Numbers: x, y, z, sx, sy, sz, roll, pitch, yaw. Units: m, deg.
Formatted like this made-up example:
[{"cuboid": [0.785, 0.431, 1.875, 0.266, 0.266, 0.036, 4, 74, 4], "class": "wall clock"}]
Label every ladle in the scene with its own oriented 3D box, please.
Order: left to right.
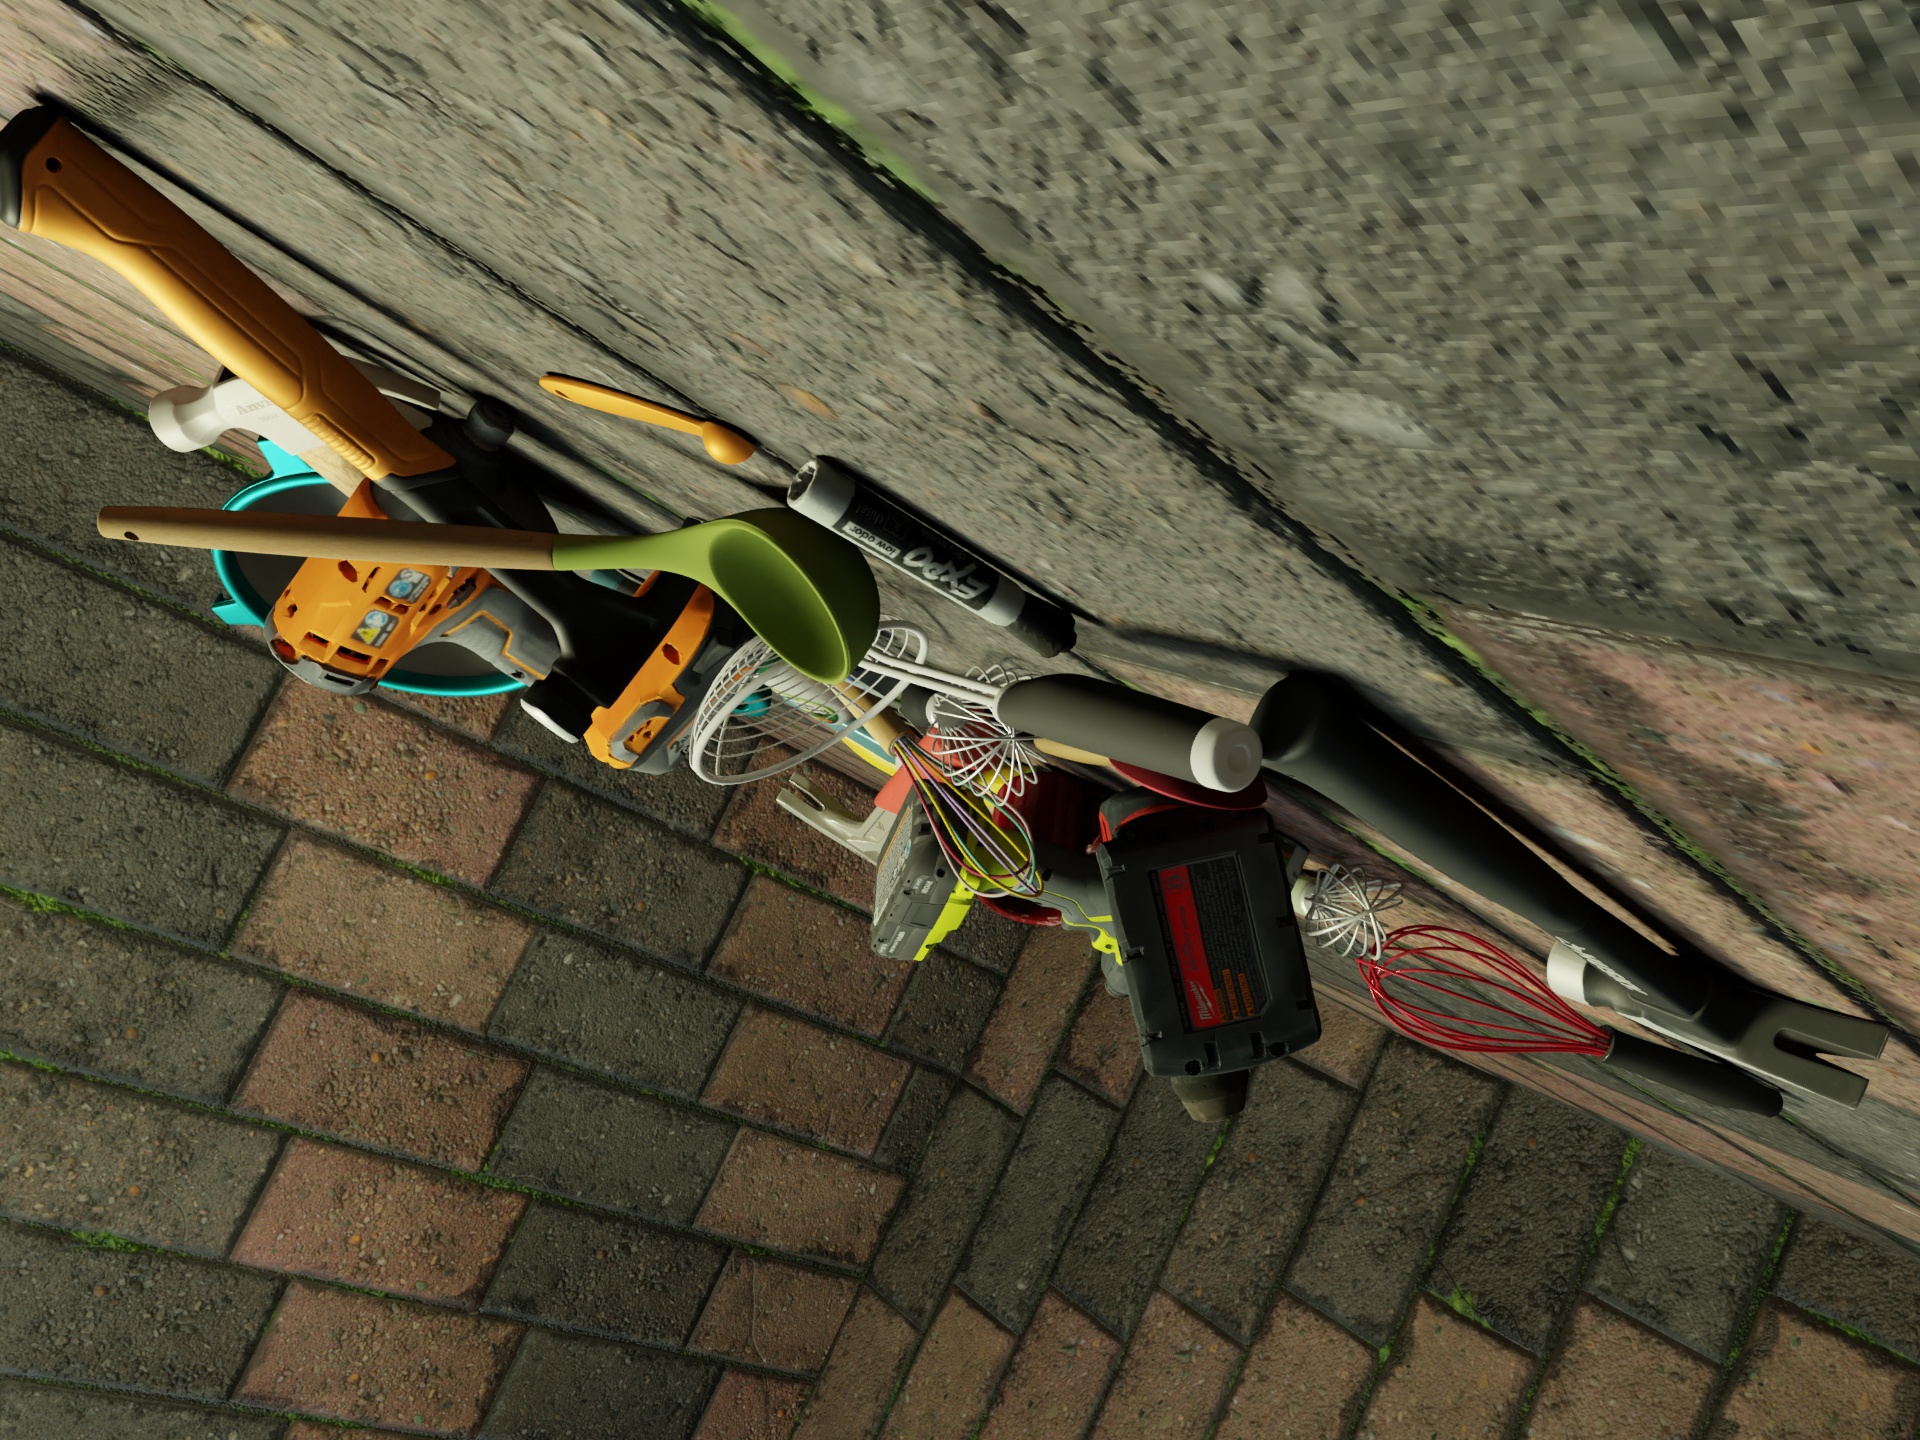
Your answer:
[{"cuboid": [-0.191, -0.060, 0.637, 0.320, 0.062, 0.078, 4, 146, 2], "class": "ladle"}, {"cuboid": [0.078, 0.016, 0.805, 0.069, 0.031, 0.315, 10, 180, -10], "class": "ladle"}]

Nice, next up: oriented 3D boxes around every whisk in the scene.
[{"cuboid": [-0.027, 0.027, 0.986, 0.245, 0.047, 0.051, 47, 146, 35], "class": "whisk"}, {"cuboid": [-0.003, -0.003, 0.865, 0.070, 0.070, 0.285, 27, 179, -12], "class": "whisk"}, {"cuboid": [0.220, 0.109, 0.963, 0.058, 0.059, 0.246, 61, -179, 3], "class": "whisk"}, {"cuboid": [0.373, 0.190, 0.967, 0.295, 0.073, 0.073, 20, 176, -10], "class": "whisk"}]

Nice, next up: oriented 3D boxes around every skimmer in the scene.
[{"cuboid": [-0.003, 0.010, 0.650, 0.363, 0.127, 0.090, 16, 125, 57], "class": "skimmer"}]

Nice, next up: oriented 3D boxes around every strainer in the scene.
[{"cuboid": [-0.270, -0.090, 0.980, 0.340, 0.095, 0.211, 19, 144, -23], "class": "strainer"}]

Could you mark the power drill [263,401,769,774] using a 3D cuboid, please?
[{"cuboid": [-0.211, -0.065, 0.816, 0.226, 0.164, 0.084, 21, -151, -44], "class": "power drill"}]

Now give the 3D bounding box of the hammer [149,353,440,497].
[{"cuboid": [-0.269, -0.083, 0.876, 0.130, 0.031, 0.331, -11, 144, 23], "class": "hammer"}]

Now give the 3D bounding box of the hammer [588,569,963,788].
[{"cuboid": [-0.143, -0.030, 1.227, 0.331, 0.033, 0.128, 29, 157, 9], "class": "hammer"}]

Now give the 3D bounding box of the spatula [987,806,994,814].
[{"cuboid": [0.062, 0.074, 1.275, 0.059, 0.018, 0.316, 28, 165, -40], "class": "spatula"}]

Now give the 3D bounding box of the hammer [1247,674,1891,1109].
[{"cuboid": [0.218, 0.066, 0.591, 0.334, 0.035, 0.146, 30, 174, -37], "class": "hammer"}]

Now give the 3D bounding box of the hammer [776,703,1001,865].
[{"cuboid": [-0.046, 0.049, 1.166, 0.149, 0.037, 0.359, 34, 159, -2], "class": "hammer"}]

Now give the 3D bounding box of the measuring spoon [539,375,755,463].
[{"cuboid": [-0.119, -0.110, 0.583, 0.117, 0.011, 0.021, 22, 173, 36], "class": "measuring spoon"}]

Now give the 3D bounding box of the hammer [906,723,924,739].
[{"cuboid": [-0.107, -0.010, 1.365, 0.409, 0.036, 0.149, 26, 176, 0], "class": "hammer"}]

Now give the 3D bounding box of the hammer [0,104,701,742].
[{"cuboid": [-0.241, -0.125, 0.669, 0.034, 0.127, 0.336, 25, 166, 45], "class": "hammer"}]

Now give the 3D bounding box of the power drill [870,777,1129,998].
[{"cuboid": [0.059, 0.123, 1.068, 0.223, 0.080, 0.171, 13, 138, -12], "class": "power drill"}]

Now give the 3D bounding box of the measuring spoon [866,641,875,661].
[{"cuboid": [-0.069, -0.061, 0.841, 0.034, 0.018, 0.124, 24, 168, 18], "class": "measuring spoon"}]

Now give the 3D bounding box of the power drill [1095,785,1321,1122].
[{"cuboid": [0.119, 0.124, 0.802, 0.080, 0.188, 0.226, -12, 177, 2], "class": "power drill"}]
